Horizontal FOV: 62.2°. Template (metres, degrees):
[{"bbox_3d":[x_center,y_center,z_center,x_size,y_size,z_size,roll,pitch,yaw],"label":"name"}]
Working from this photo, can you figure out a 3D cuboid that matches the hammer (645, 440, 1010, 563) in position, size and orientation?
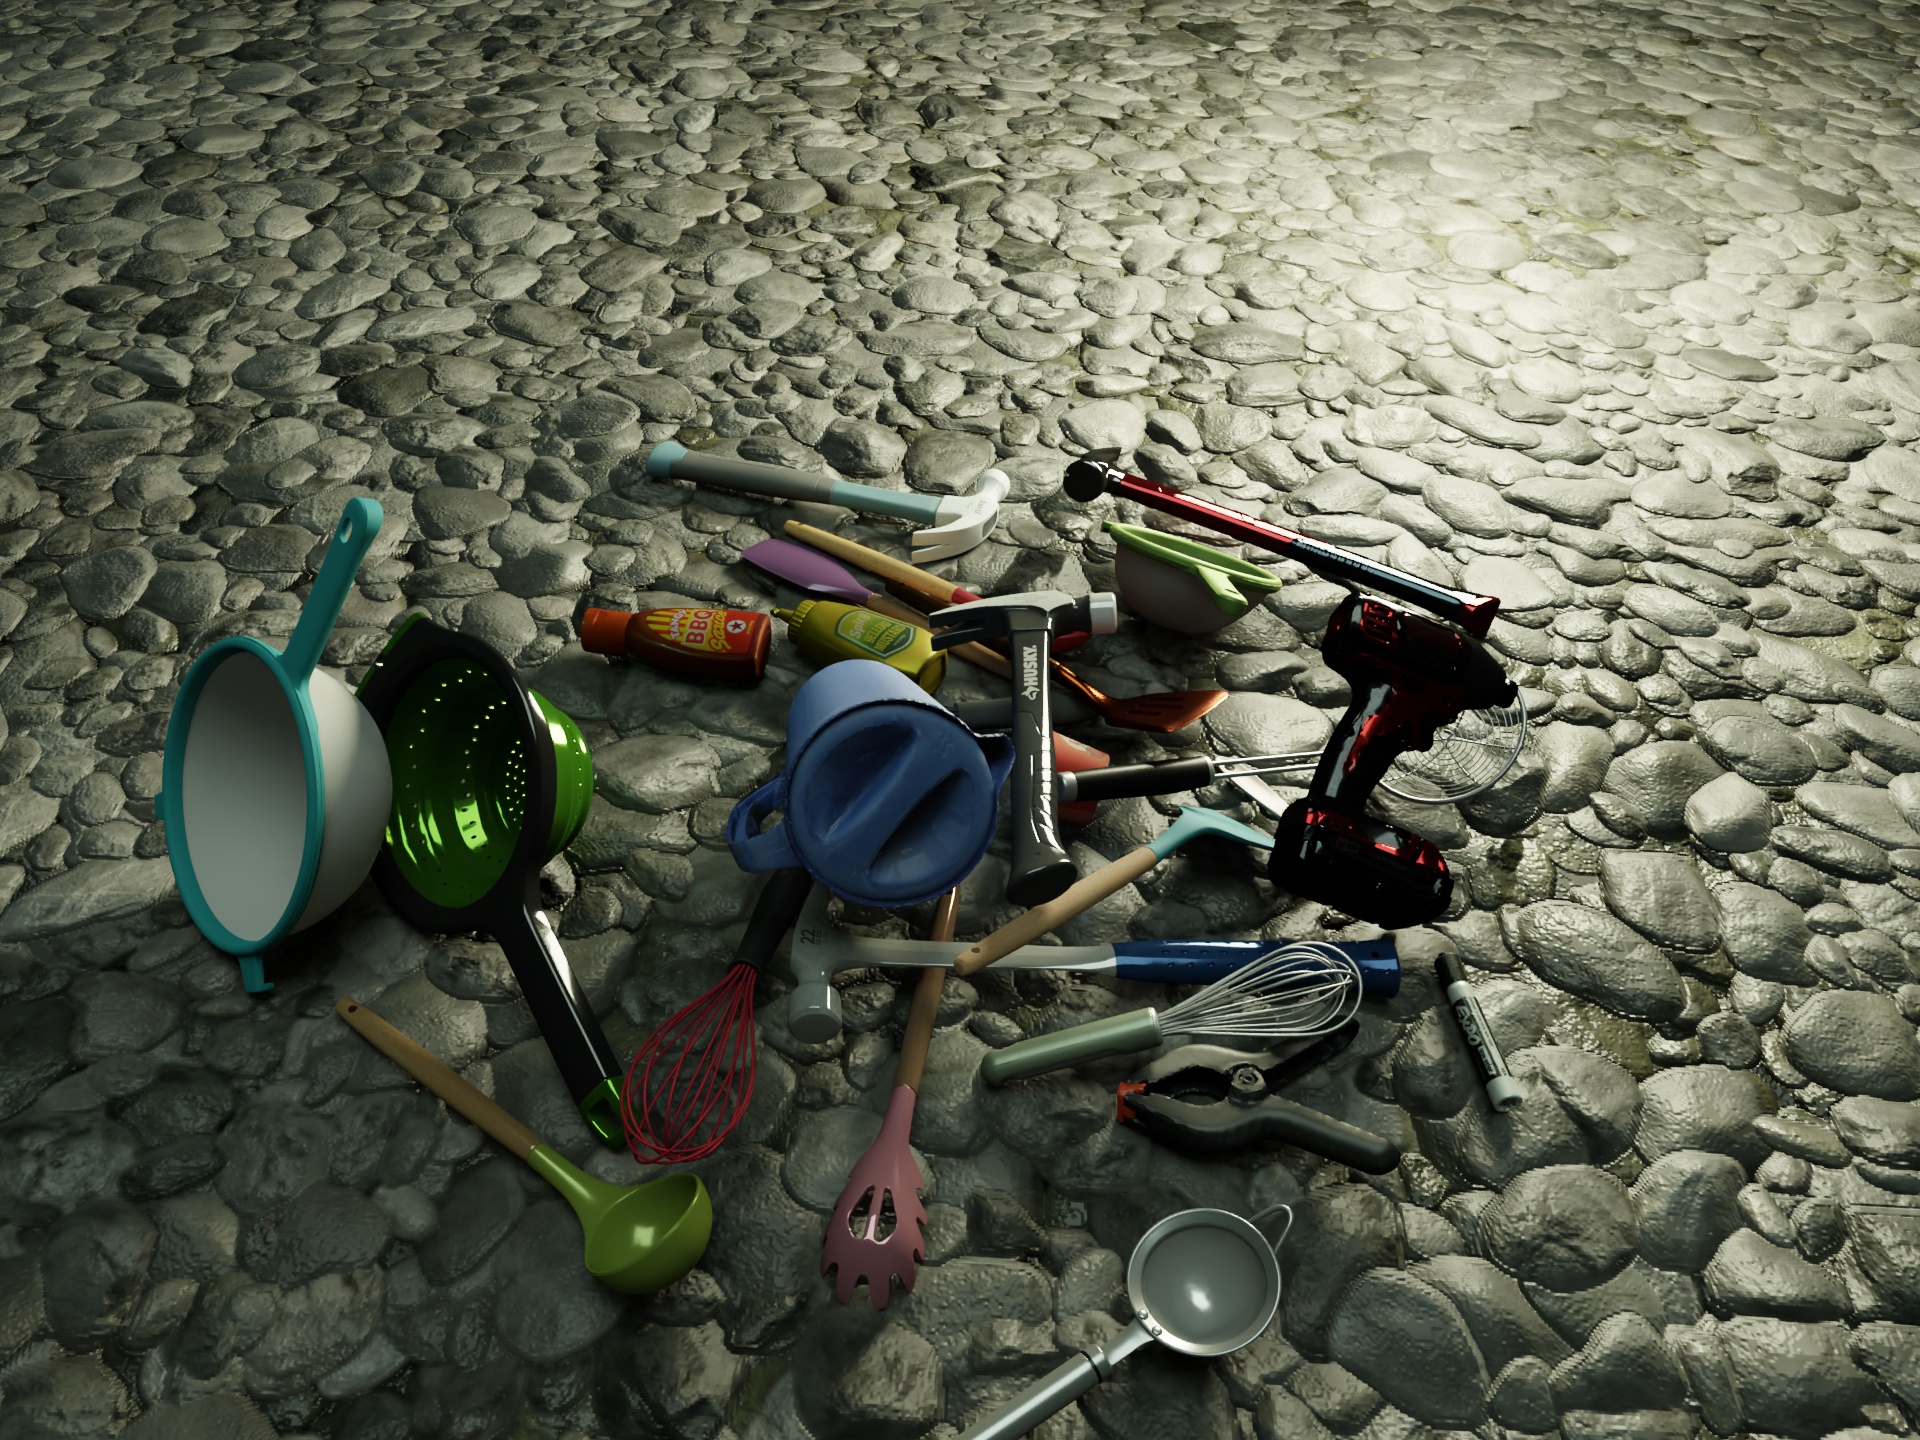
[{"bbox_3d":[-0.129,-0.213,1.467,0.331,0.033,0.128,12,43,10],"label":"hammer"}]

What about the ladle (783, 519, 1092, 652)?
[{"bbox_3d":[-0.026,-0.118,1.373,0.315,0.031,0.069,24,27,24],"label":"ladle"}]

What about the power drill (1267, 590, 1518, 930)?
[{"bbox_3d":[0.308,0.028,1.121,0.143,0.078,0.220,22,71,-5],"label":"power drill"}]

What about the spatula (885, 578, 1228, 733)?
[{"bbox_3d":[0.060,-0.056,1.265,0.323,0.041,0.081,29,40,32],"label":"spatula"}]

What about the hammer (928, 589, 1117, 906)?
[{"bbox_3d":[0.046,0.009,1.130,0.146,0.035,0.335,-3,37,4],"label":"hammer"}]

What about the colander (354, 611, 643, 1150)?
[{"bbox_3d":[-0.282,0.105,1.072,0.094,0.204,0.397,3,47,-54],"label":"colander"}]

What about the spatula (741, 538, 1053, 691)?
[{"bbox_3d":[-0.054,-0.092,1.351,0.316,0.018,0.060,28,39,25],"label":"spatula"}]

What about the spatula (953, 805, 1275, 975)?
[{"bbox_3d":[0.110,0.112,1.071,0.082,0.044,0.317,29,37,36],"label":"spatula"}]

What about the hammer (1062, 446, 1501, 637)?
[{"bbox_3d":[0.287,-0.162,1.416,0.386,0.038,0.143,22,21,12],"label":"hammer"}]

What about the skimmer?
[{"bbox_3d":[0.244,0.016,1.166,0.363,0.090,0.127,-5,60,-22],"label":"skimmer"}]

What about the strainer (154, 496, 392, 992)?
[{"bbox_3d":[-0.418,0.000,1.053,0.095,0.340,0.211,1,38,-51],"label":"strainer"}]

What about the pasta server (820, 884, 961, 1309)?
[{"bbox_3d":[-0.031,0.221,1.013,0.060,0.040,0.316,8,39,5],"label":"pasta server"}]

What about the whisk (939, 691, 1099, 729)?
[{"bbox_3d":[-0.002,-0.004,1.243,0.239,0.055,0.055,-4,43,-14],"label":"whisk"}]

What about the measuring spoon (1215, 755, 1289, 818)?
[{"bbox_3d":[0.232,0.065,1.203,0.034,0.018,0.124,-14,38,-27],"label":"measuring spoon"}]

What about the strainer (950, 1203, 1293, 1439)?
[{"bbox_3d":[0.080,0.348,0.872,0.258,0.050,0.087,-26,44,-20],"label":"strainer"}]

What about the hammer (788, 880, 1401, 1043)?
[{"bbox_3d":[0.090,0.154,1.059,0.405,0.035,0.144,3,39,-7],"label":"hammer"}]

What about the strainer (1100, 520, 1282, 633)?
[{"bbox_3d":[0.189,-0.096,1.285,0.151,0.069,0.256,17,15,-6],"label":"strainer"}]

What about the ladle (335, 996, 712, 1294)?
[{"bbox_3d":[-0.276,0.240,0.958,0.320,0.062,0.078,26,49,27],"label":"ladle"}]

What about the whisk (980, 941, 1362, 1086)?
[{"bbox_3d":[0.131,0.192,1.003,0.246,0.057,0.059,-16,68,6],"label":"whisk"}]

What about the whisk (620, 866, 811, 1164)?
[{"bbox_3d":[-0.144,0.173,1.009,0.073,0.073,0.296,9,30,7],"label":"whisk"}]
